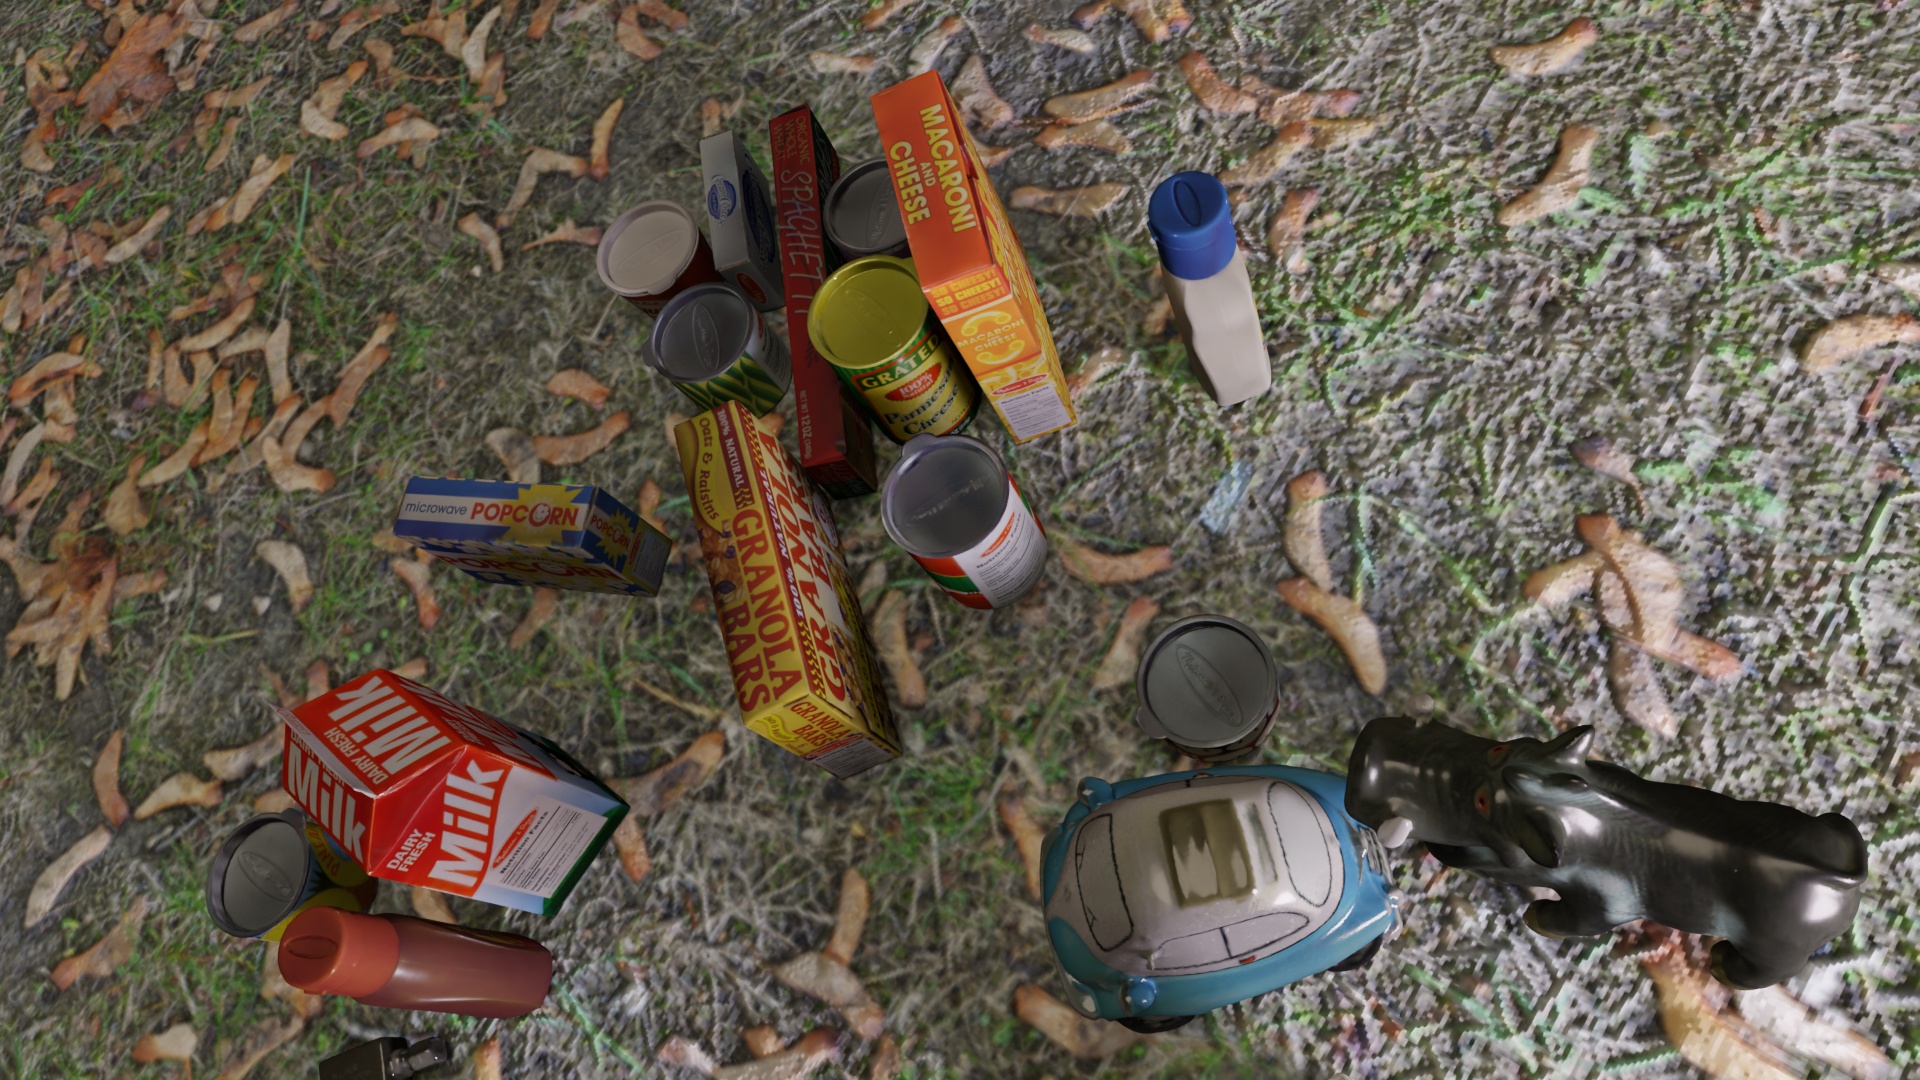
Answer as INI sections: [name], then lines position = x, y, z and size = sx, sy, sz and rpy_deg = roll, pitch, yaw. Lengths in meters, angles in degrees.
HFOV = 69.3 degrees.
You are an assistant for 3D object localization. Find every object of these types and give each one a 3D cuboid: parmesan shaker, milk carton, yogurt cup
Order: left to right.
[milk carton]
position = -0.253, 0.123, 0.683
size = 0.072, 0.190, 0.073
rpy_deg = 31, 81, 26
[yogurt cup]
position = -0.182, -0.168, 0.859
size = 0.072, 0.054, 0.072
rpy_deg = -7, 67, 16
[parmesan shaker]
position = -0.031, -0.101, 0.753
size = 0.071, 0.103, 0.071
rpy_deg = -7, 67, 16

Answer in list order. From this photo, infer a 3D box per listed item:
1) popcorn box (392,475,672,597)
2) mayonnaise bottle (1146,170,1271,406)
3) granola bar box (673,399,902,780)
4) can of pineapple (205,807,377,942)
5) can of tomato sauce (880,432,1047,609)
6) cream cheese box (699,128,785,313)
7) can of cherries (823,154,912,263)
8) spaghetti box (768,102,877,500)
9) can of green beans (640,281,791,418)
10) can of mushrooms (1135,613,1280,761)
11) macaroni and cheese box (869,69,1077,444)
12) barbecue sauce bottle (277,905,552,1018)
[popcorn box]
position = -0.243, -0.002, 0.791
size = 0.127, 0.085, 0.038
rpy_deg = 4, 70, 19
[mayonnaise bottle]
position = 0.124, -0.125, 0.688
size = 0.041, 0.147, 0.065
rpy_deg = -21, 64, 9
[granola bar box]
position = -0.086, 0.027, 0.706
size = 0.039, 0.124, 0.166
rpy_deg = -23, 63, 8
[can of pineapple]
position = -0.367, 0.187, 0.768
size = 0.071, 0.057, 0.071
rpy_deg = -7, 67, 16
[can of tomato sauce]
position = 0.003, -0.009, 0.716
size = 0.071, 0.083, 0.071
rpy_deg = -7, 67, 16
[cream cheese box]
position = -0.134, -0.196, 0.855
size = 0.024, 0.053, 0.104
rpy_deg = -17, 64, 11
[can of cherries]
position = -0.037, -0.181, 0.814
size = 0.071, 0.058, 0.072
rpy_deg = -7, 67, 16
[spaghetti box]
position = -0.082, -0.145, 0.818
size = 0.028, 0.050, 0.251
rpy_deg = -14, 65, 12
[can of green beans]
position = -0.140, -0.109, 0.818
size = 0.071, 0.057, 0.071
rpy_deg = -7, 67, 16
[can of mushrooms]
position = 0.118, 0.073, 0.671
size = 0.071, 0.033, 0.071
rpy_deg = -7, 67, 15
[macaroni and cheese box]
position = 0.011, -0.142, 0.722
size = 0.040, 0.166, 0.124
rpy_deg = -19, 64, 10
[barbecue sauce bottle]
position = -0.264, 0.206, 0.675
size = 0.065, 0.148, 0.044
rpy_deg = -1, 69, 18
